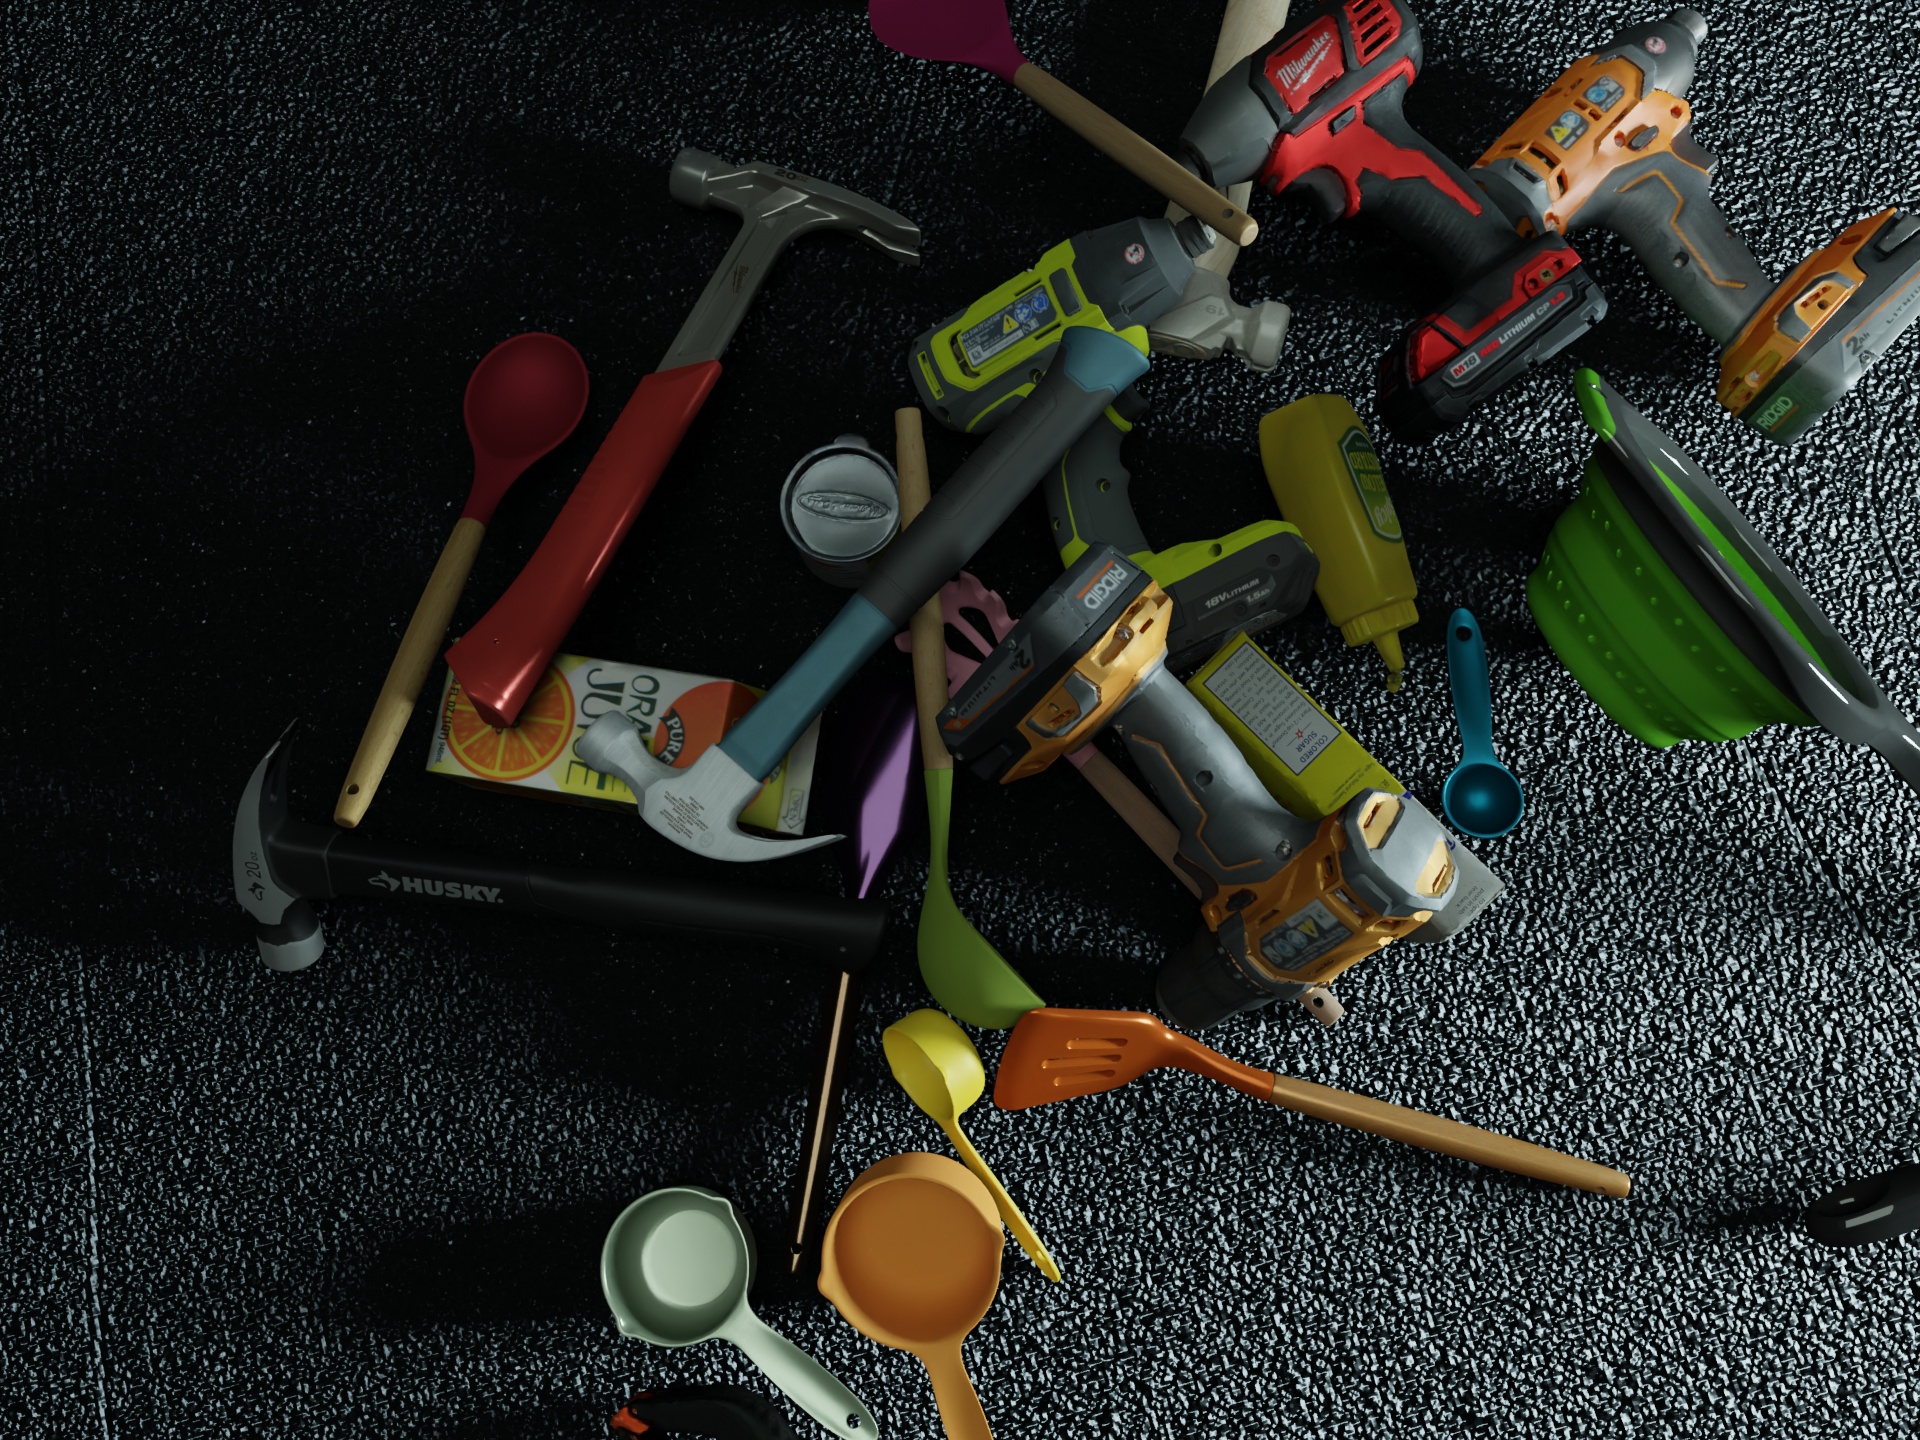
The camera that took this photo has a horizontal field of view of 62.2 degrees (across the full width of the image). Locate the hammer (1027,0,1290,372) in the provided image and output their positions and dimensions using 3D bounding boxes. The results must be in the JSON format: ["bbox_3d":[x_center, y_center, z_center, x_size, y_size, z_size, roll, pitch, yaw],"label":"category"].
[{"bbox_3d":[0.160,-0.404,0.910,0.146,0.038,0.411,15,81,7],"label":"hammer"}]

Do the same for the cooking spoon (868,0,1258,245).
[{"bbox_3d":[0.050,-0.337,0.860,0.069,0.017,0.319,-41,58,-2],"label":"cooking spoon"}]

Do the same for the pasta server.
[{"bbox_3d":[0.085,0.041,0.838,0.060,0.040,0.316,-45,82,12],"label":"pasta server"}]

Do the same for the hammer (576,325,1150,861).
[{"bbox_3d":[-0.033,-0.065,0.779,0.128,0.033,0.331,42,89,6],"label":"hammer"}]

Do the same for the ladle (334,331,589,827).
[{"bbox_3d":[-0.261,-0.082,0.826,0.069,0.031,0.316,8,57,4],"label":"ladle"}]

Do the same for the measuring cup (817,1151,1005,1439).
[{"bbox_3d":[-0.009,0.300,0.796,0.095,0.052,0.173,-18,94,6],"label":"measuring cup"}]

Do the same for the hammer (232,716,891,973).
[{"bbox_3d":[-0.202,0.083,0.810,0.335,0.035,0.146,7,124,1],"label":"hammer"}]

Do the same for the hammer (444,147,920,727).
[{"bbox_3d":[-0.155,-0.152,0.842,0.149,0.036,0.359,21,68,7],"label":"hammer"}]

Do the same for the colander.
[{"bbox_3d":[0.409,0.002,0.799,0.397,0.205,0.094,44,120,-7],"label":"colander"}]

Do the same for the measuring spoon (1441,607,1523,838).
[{"bbox_3d":[0.272,0.002,0.849,0.042,0.021,0.129,-1,71,3],"label":"measuring spoon"}]

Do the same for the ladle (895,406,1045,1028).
[{"bbox_3d":[-0.001,-0.003,0.813,0.062,0.078,0.320,-5,87,-3],"label":"ladle"}]

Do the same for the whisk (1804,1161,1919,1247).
[{"bbox_3d":[0.559,0.201,0.780,0.296,0.073,0.073,-21,80,4],"label":"whisk"}]

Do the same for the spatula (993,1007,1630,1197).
[{"bbox_3d":[0.179,0.199,0.803,0.322,0.081,0.041,15,39,2],"label":"spatula"}]

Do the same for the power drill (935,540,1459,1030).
[{"bbox_3d":[0.097,0.046,0.766,0.226,0.185,0.084,43,47,1],"label":"power drill"}]

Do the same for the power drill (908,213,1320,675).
[{"bbox_3d":[0.088,-0.141,0.828,0.171,0.080,0.223,-27,80,21],"label":"power drill"}]

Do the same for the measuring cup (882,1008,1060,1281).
[{"bbox_3d":[0.015,0.215,0.813,0.029,0.062,0.156,-34,93,-28],"label":"measuring cup"}]

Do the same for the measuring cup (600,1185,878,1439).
[{"bbox_3d":[-0.106,0.302,0.801,0.167,0.038,0.083,38,85,9],"label":"measuring cup"}]

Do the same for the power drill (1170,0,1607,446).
[{"bbox_3d":[0.216,-0.259,0.828,0.143,0.078,0.219,-36,90,-1],"label":"power drill"}]

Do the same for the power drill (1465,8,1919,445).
[{"bbox_3d":[0.407,-0.275,0.855,0.226,0.084,0.164,43,85,13],"label":"power drill"}]

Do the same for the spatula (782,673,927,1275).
[{"bbox_3d":[-0.061,0.129,0.840,0.060,0.018,0.316,8,80,7],"label":"spatula"}]
